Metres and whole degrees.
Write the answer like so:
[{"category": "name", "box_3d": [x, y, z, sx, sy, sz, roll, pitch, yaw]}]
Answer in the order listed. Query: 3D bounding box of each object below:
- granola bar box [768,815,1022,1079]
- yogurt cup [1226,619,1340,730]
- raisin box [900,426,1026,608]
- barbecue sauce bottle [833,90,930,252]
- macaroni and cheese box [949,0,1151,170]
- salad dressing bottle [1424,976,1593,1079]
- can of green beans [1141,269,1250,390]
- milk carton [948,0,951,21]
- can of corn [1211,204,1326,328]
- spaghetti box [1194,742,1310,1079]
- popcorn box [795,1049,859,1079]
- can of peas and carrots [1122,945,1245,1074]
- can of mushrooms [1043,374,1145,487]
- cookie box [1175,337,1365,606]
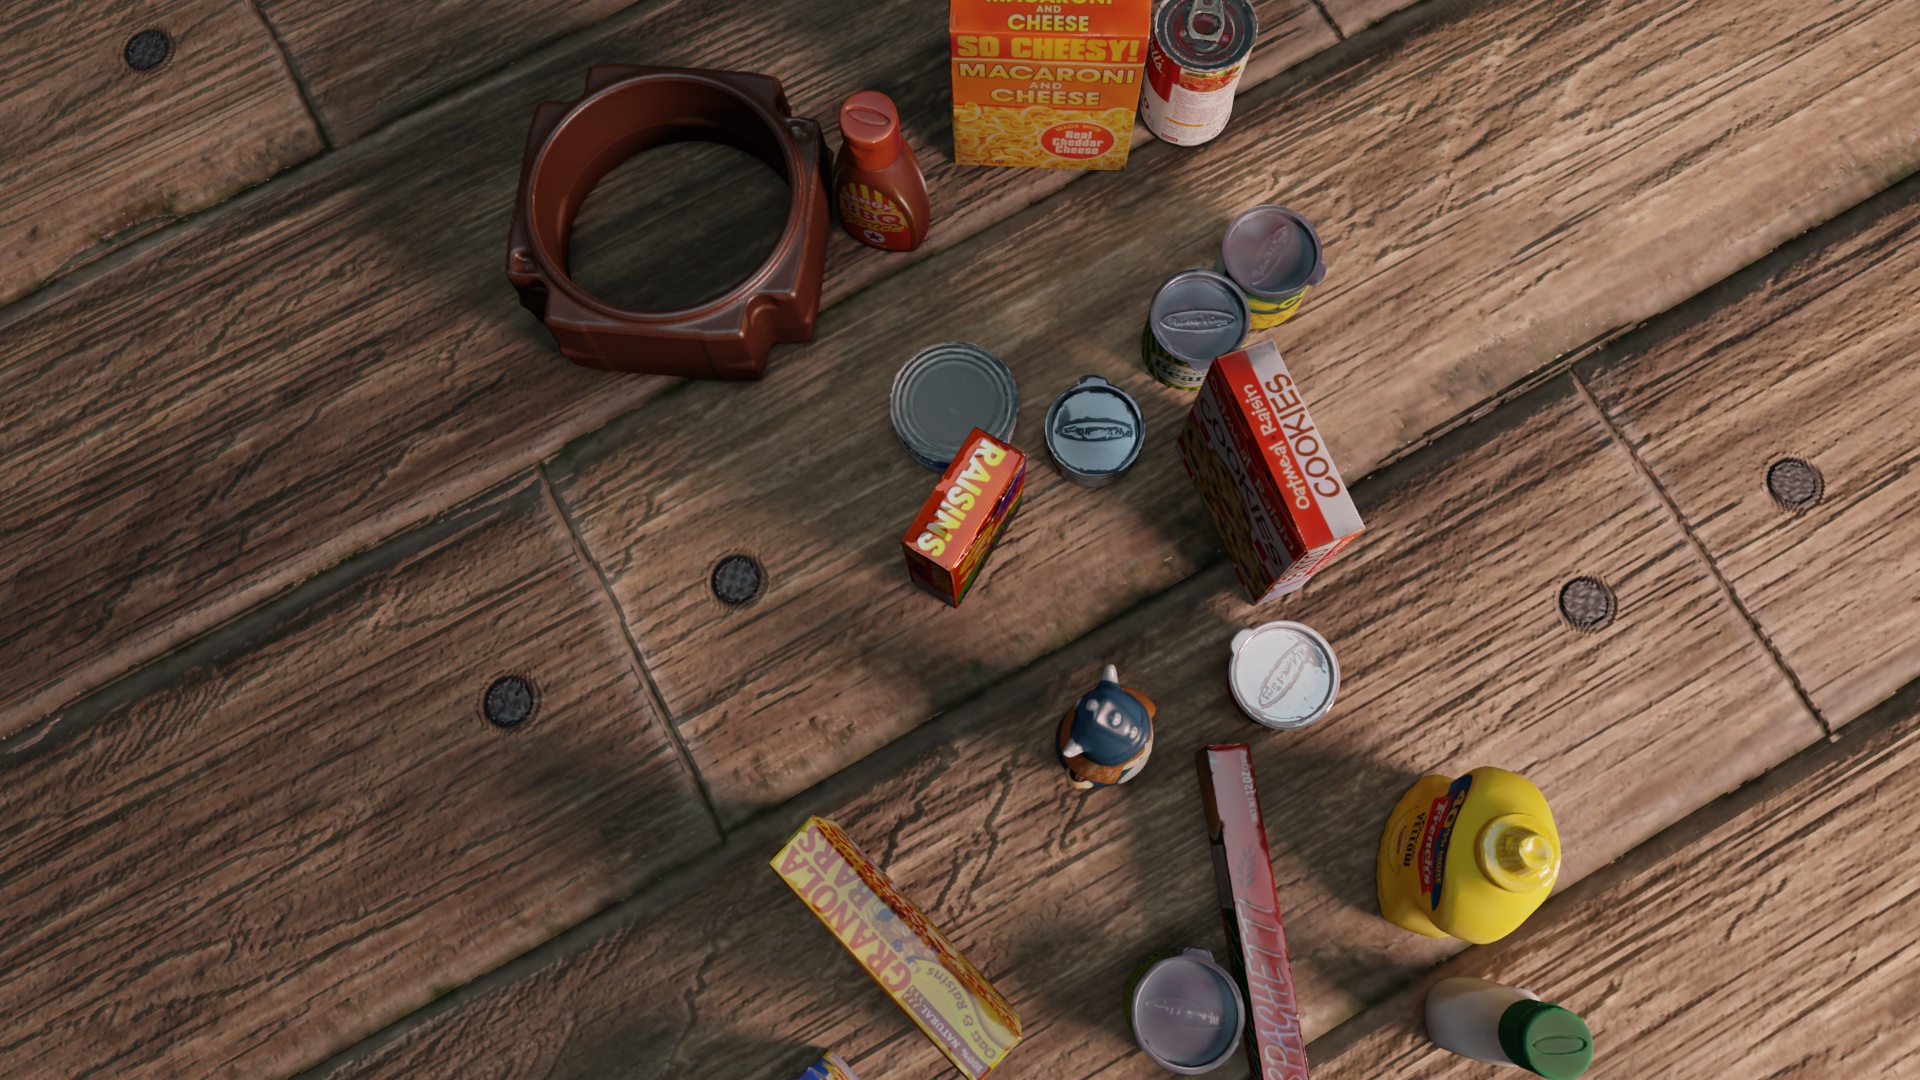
[{"category": "granola bar box", "box_3d": [-0.036, 0.235, 0.809, 0.039, 0.124, 0.166, -44, 80, -8]}, {"category": "yogurt cup", "box_3d": [0.200, 0.088, 0.877, 0.072, 0.054, 0.072, 0, 77, 1]}, {"category": "raisin box", "box_3d": [0.003, -0.011, 0.868, 0.040, 0.123, 0.086, 32, 79, 8]}, {"category": "barbecue sauce bottle", "box_3d": [-0.054, -0.241, 0.913, 0.065, 0.148, 0.044, 18, 78, 5]}, {"category": "macaroni and cheese box", "box_3d": [0.055, -0.303, 0.917, 0.124, 0.166, 0.040, 2, 77, 2]}, {"category": "salad dressing bottle", "box_3d": [0.307, 0.274, 0.781, 0.064, 0.147, 0.044, -2, 77, 1]}, {"category": "can of green beans", "box_3d": [0.156, -0.140, 0.931, 0.071, 0.057, 0.071, 0, 77, 1]}, {"category": "milk carton", "box_3d": [0.031, -0.365, 0.920, 0.073, 0.190, 0.072, 4, 77, 2]}, {"category": "can of corn", "box_3d": [0.207, -0.183, 0.940, 0.071, 0.058, 0.071, 0, 77, 1]}, {"category": "spaghetti box", "box_3d": [0.179, 0.249, 0.840, 0.029, 0.050, 0.250, -8, 76, -1]}, {"category": "popcorn box", "box_3d": [-0.112, 0.357, 0.800, 0.038, 0.085, 0.127, 43, 81, 10]}, {"category": "can of peas and carrots", "box_3d": [0.132, 0.277, 0.829, 0.071, 0.058, 0.071, 0, 77, 1]}, {"category": "can of mushrooms", "box_3d": [0.089, -0.072, 0.928, 0.071, 0.033, 0.071, 0, 76, 1]}, {"category": "cookie box", "box_3d": [0.183, -0.036, 0.849, 0.040, 0.167, 0.123, -22, 77, -4]}]
